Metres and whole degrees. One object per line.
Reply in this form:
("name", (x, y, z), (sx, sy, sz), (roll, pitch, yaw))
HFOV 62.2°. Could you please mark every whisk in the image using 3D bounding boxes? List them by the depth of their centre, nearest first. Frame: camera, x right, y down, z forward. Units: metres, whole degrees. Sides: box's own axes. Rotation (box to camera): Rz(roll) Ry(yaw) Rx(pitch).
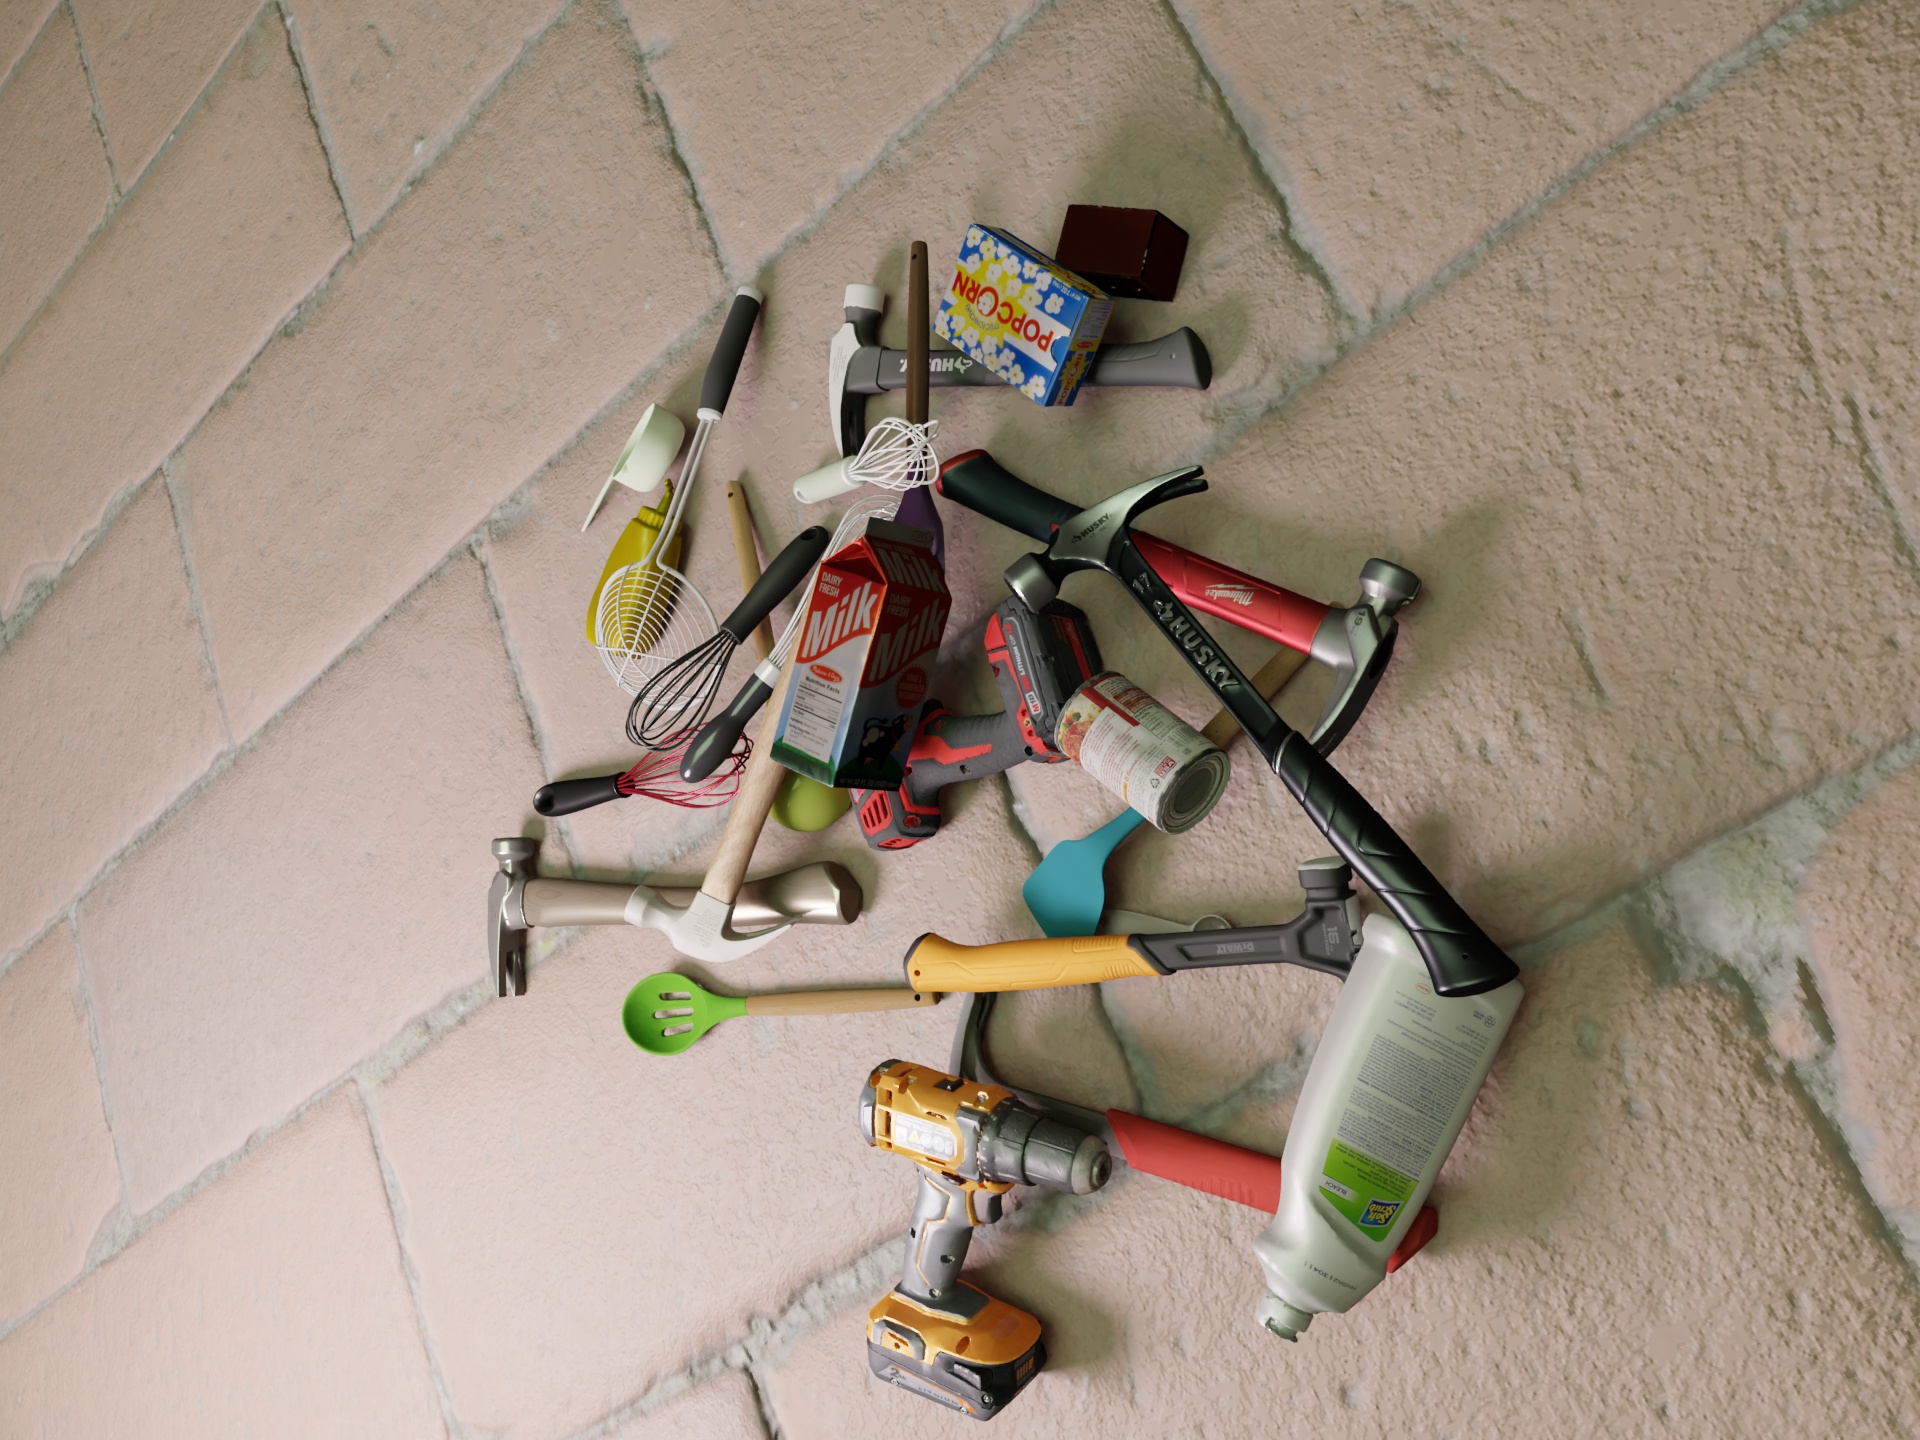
("whisk", (-0.077, -0.193, 1.216), (0.059, 0.057, 0.246), (-51, 20, -17))
("whisk", (-0.129, -0.062, 1.250), (0.070, 0.070, 0.284), (41, 93, 30))
("whisk", (-0.182, -0.069, 1.275), (0.055, 0.055, 0.239), (26, 69, 33))
("whisk", (-0.279, 0.052, 1.379), (0.296, 0.073, 0.073), (-12, 78, 39))

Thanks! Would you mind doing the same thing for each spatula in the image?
("spatula", (0.154, 0.039, 1.103), (0.317, 0.044, 0.082), (-47, 52, 15))
("spatula", (-0.035, -0.217, 1.209), (0.060, 0.018, 0.316), (-7, 76, 34))

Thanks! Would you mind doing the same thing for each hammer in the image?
("hammer", (0.194, 0.003, 0.983), (0.149, 0.036, 0.409), (-37, 62, 2))
("hammer", (0.143, 0.284, 1.078), (0.359, 0.036, 0.149), (8, 90, 35))
("hammer", (0.110, 0.169, 1.084), (0.337, 0.034, 0.127), (-8, 93, 29))
("hammer", (0.121, -0.100, 1.116), (0.387, 0.038, 0.143), (28, 93, 36))
("hammer", (0.036, -0.263, 1.209), (0.335, 0.035, 0.146), (8, 89, 34))
("hammer", (-0.146, 0.035, 1.223), (0.130, 0.031, 0.331), (24, 102, 6))
("hammer", (-0.257, 0.168, 1.361), (0.411, 0.038, 0.146), (-5, 84, 33))

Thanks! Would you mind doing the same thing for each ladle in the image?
("ladle", (-0.154, -0.059, 1.320), (0.078, 0.062, 0.320), (-26, 64, 25))

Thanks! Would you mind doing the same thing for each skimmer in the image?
("skimmer", (-0.218, -0.192, 1.355), (0.127, 0.090, 0.363), (8, 74, 26))

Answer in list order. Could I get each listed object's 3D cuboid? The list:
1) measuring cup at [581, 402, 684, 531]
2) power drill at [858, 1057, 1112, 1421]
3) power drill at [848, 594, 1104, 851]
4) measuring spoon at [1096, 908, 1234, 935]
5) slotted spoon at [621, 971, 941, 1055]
("measuring cup", (-0.295, -0.214, 1.426), (0.167, 0.038, 0.083), (-44, 27, 43))
("power drill", (0.017, 0.360, 1.101), (0.185, 0.084, 0.226), (8, 103, 32))
("power drill", (-0.002, -0.004, 1.185), (0.219, 0.078, 0.143), (-28, 69, 32))
("measuring spoon", (0.141, 0.147, 1.110), (0.124, 0.018, 0.034), (4, 86, 41))
("slotted spoon", (-0.149, 0.232, 1.287), (0.314, 0.031, 0.070), (-9, 80, 31))
